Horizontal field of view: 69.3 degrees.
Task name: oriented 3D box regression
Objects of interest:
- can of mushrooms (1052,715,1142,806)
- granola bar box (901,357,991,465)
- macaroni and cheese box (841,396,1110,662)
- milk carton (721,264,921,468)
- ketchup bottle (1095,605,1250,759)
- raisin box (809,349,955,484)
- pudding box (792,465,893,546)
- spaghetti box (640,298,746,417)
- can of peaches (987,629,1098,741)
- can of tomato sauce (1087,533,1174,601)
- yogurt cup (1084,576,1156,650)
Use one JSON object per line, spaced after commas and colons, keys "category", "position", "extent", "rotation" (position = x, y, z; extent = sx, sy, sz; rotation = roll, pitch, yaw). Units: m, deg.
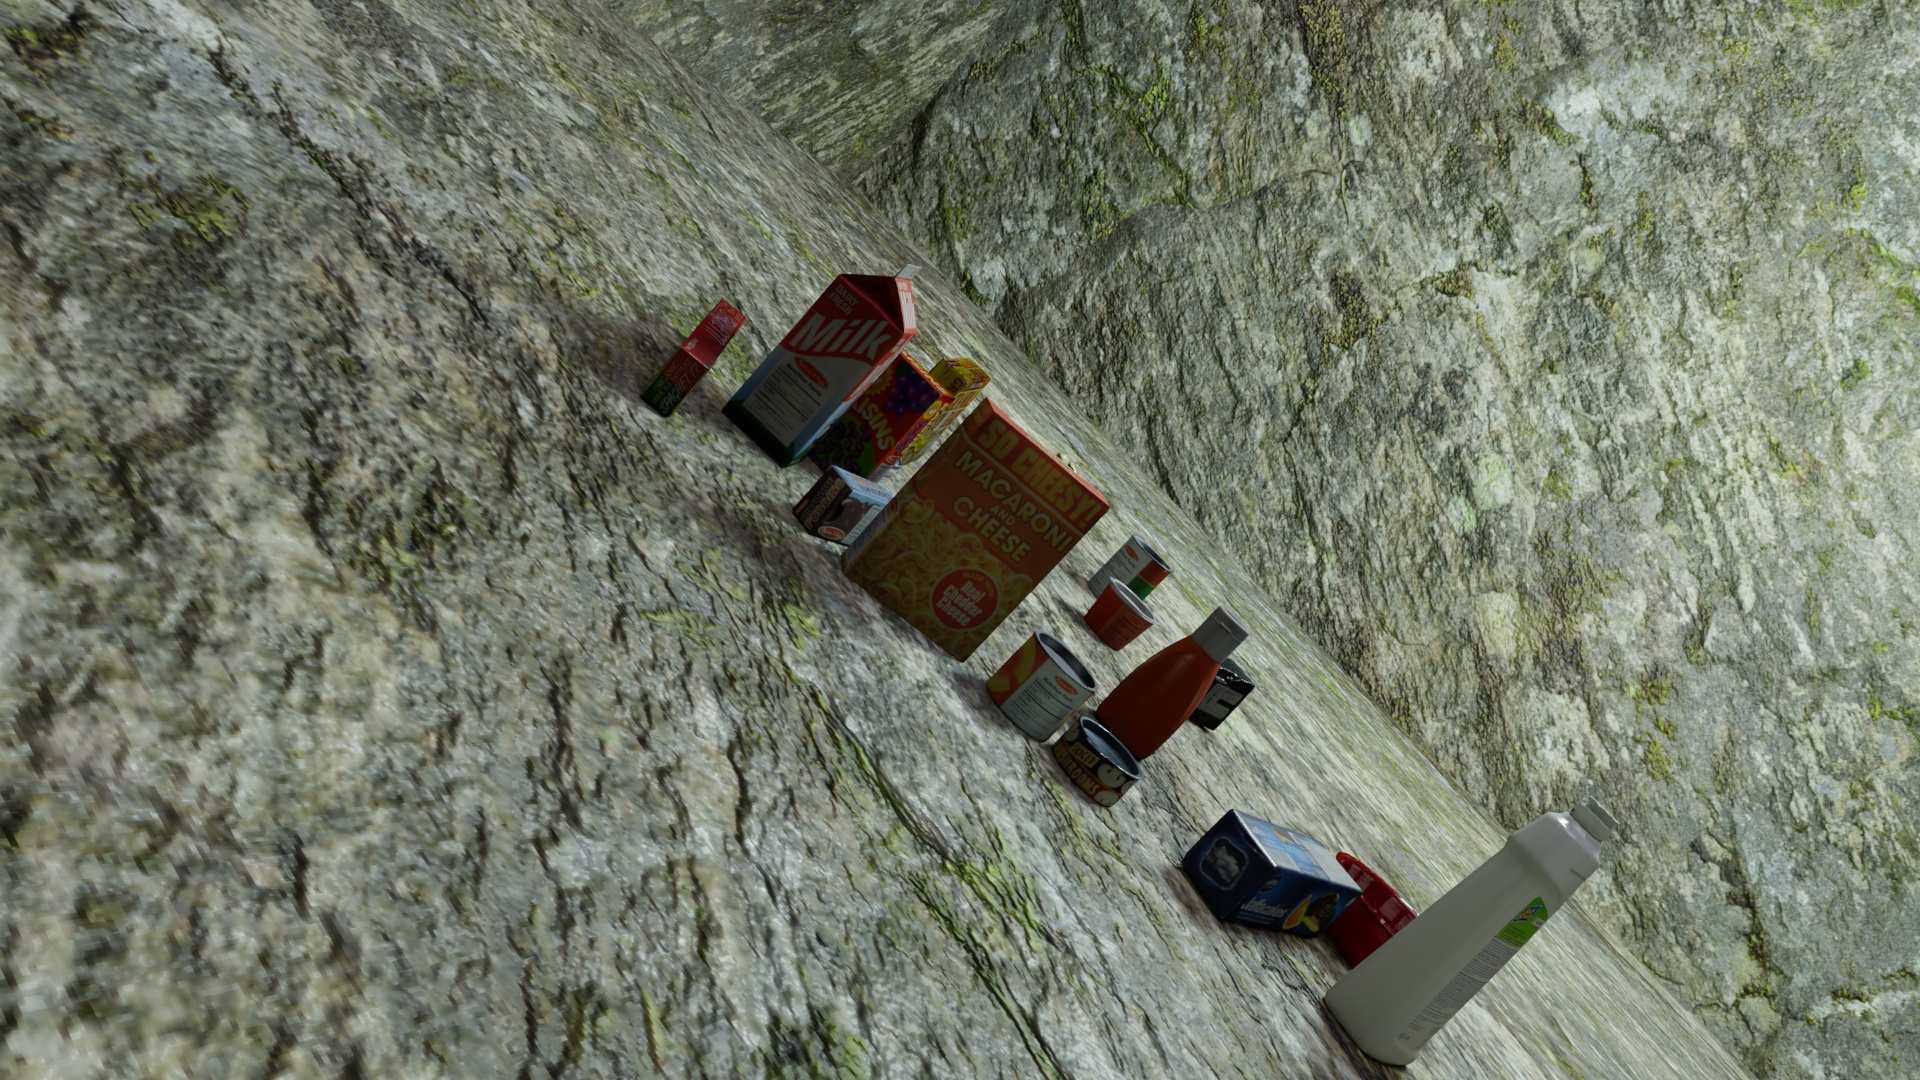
{"category": "can of mushrooms", "position": [0.103, 0.168, 1.060], "extent": [0.071, 0.033, 0.071], "rotation": [41, 12, -10]}
{"category": "granola bar box", "position": [-0.033, -0.135, 1.457], "extent": [0.039, 0.124, 0.166], "rotation": [43, 12, 1]}
{"category": "macaroni and cheese box", "position": [0.010, -0.007, 1.047], "extent": [0.123, 0.166, 0.040], "rotation": [38, 12, -21]}
{"category": "milk carton", "position": [-0.101, -0.155, 1.144], "extent": [0.073, 0.190, 0.072], "rotation": [43, 11, -1]}
{"category": "ketchup bottle", "position": [0.190, 0.122, 1.223], "extent": [0.065, 0.148, 0.043], "rotation": [46, 12, 13]}
{"category": "raisin box", "position": [-0.079, -0.109, 1.220], "extent": [0.086, 0.123, 0.040], "rotation": [46, 12, 13]}
{"category": "pudding box", "position": [-0.086, -0.024, 1.078], "extent": [0.030, 0.049, 0.083], "rotation": [49, 13, 26]}
{"category": "spaghetti box", "position": [-0.211, -0.151, 1.119], "extent": [0.028, 0.050, 0.251], "rotation": [40, 12, -14]}
{"category": "can of peaches", "position": [0.063, 0.111, 1.069], "extent": [0.071, 0.058, 0.071], "rotation": [41, 12, -10]}
{"category": "can of tomato sauce", "position": [0.209, 0.045, 1.705], "extent": [0.071, 0.083, 0.071], "rotation": [41, 12, -10]}
{"category": "yogurt cup", "position": [0.174, 0.084, 1.528], "extent": [0.072, 0.054, 0.072], "rotation": [41, 12, -10]}
